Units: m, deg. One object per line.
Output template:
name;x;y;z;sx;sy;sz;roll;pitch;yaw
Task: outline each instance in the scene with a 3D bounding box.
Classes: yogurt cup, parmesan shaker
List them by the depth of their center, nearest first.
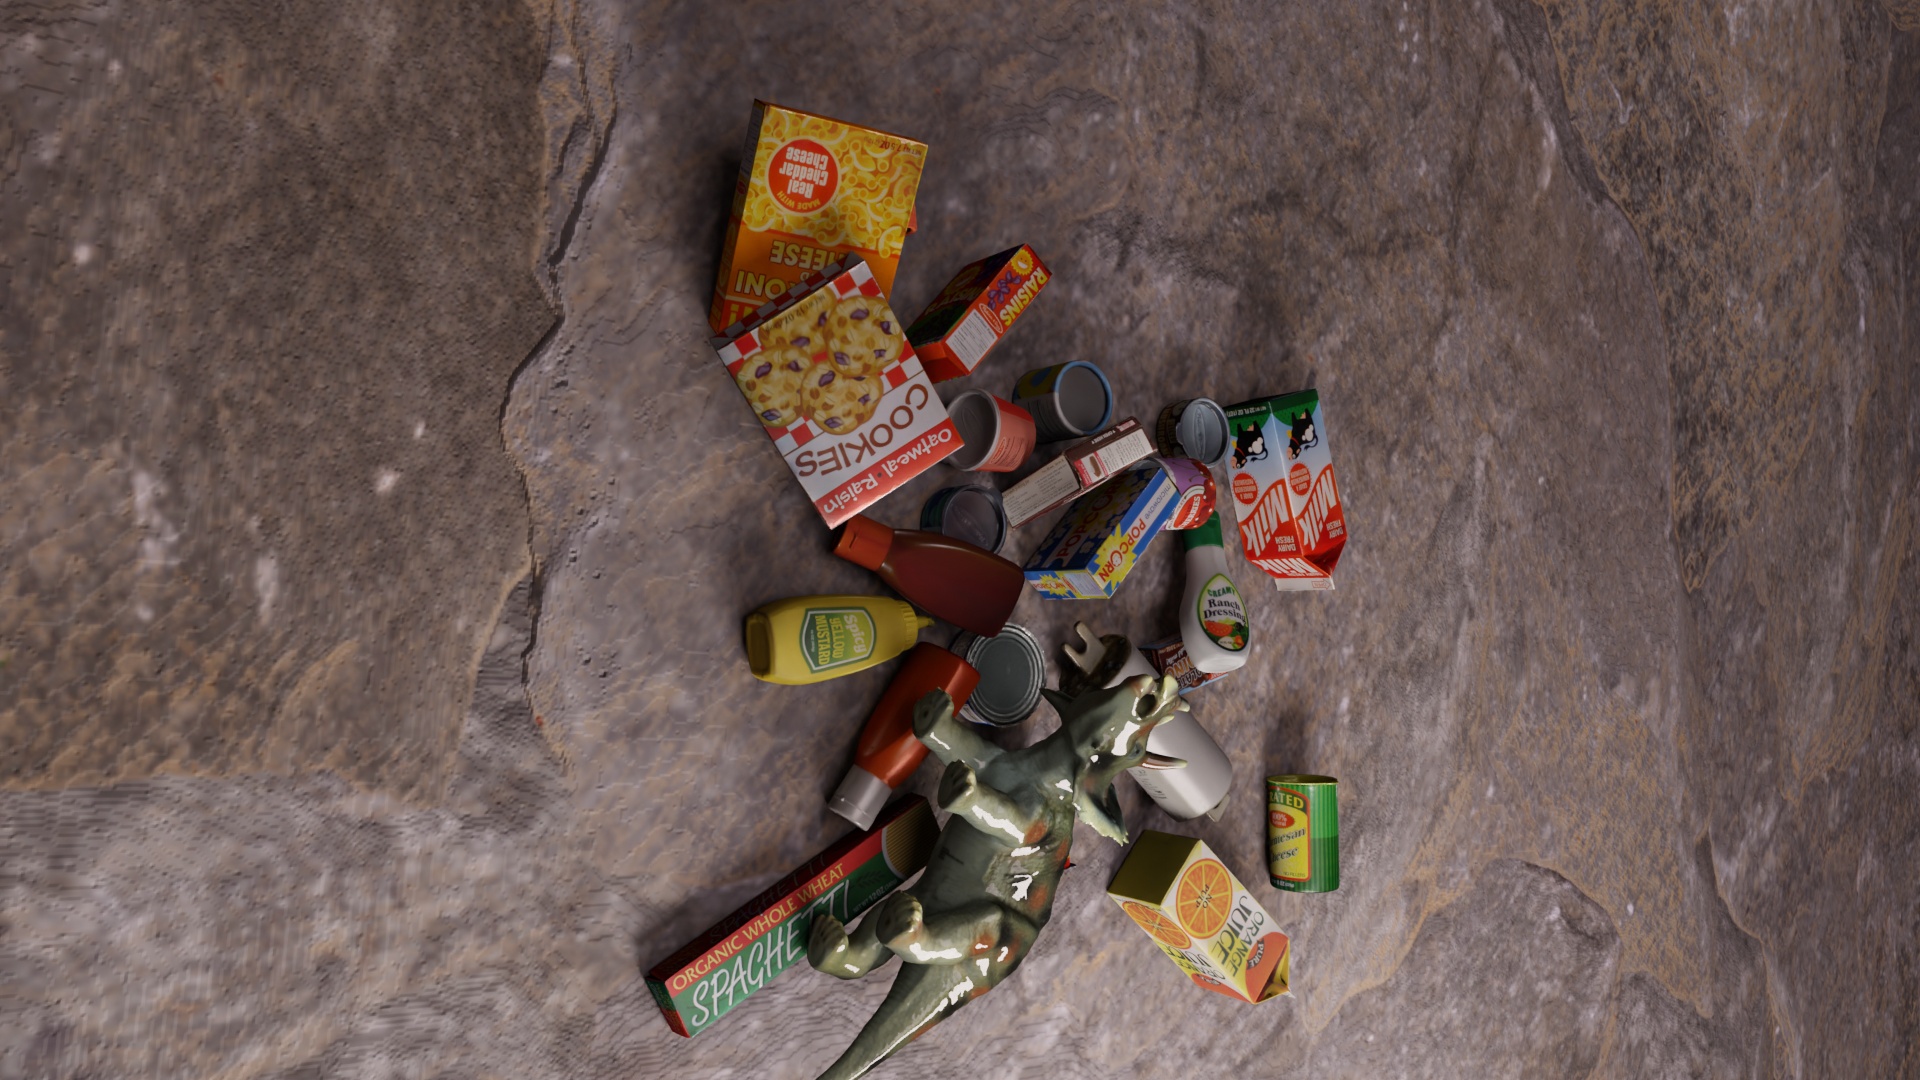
yogurt cup;0.025;-0.087;1.136;0.054;0.072;0.072;9;82;-43
parmesan shaker;0.330;0.279;1.326;0.071;0.071;0.103;2;86;-36

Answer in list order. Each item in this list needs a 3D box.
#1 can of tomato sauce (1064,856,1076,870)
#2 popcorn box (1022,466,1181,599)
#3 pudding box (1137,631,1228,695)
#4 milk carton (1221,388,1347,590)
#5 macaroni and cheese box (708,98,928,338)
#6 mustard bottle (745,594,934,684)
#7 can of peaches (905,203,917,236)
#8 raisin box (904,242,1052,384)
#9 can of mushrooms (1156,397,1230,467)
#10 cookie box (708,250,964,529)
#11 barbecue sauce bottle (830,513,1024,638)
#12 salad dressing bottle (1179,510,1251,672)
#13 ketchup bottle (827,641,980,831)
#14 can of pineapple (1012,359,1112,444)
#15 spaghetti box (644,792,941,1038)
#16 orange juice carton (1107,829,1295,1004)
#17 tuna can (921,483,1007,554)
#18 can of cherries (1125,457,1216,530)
can of tomato sauce;0.058;0.225;1.135;0.071;0.071;0.083;3;85;-36
popcorn box;0.121;-0.006;1.186;0.038;0.085;0.127;52;60;-23
pudding box;0.204;0.112;1.272;0.084;0.030;0.049;-15;96;-35
milk carton;0.312;-0.044;1.336;0.074;0.072;0.190;-17;97;-36
macaroni and cheese box;-0.105;-0.222;1.012;0.124;0.040;0.165;7;110;-24
mustard bottle;-0.083;0.069;1.055;0.161;0.048;0.065;-7;93;-36
can of peaches;-0.066;-0.266;1.079;0.071;0.071;0.058;-5;91;-36
raisin box;0.006;-0.179;1.114;0.040;0.086;0.124;49;62;-21
can of mushrooms;0.215;-0.099;1.293;0.071;0.033;0.071;2;86;-36
cookie box;-0.088;-0.108;1.023;0.123;0.040;0.167;-33;120;-5
barbecue sauce bottle;-0.027;0.022;1.082;0.148;0.044;0.064;24;99;-16
salad dressing bottle;0.226;0.044;1.262;0.064;0.043;0.148;6;64;-21
ketchup bottle;-0.047;0.151;1.070;0.043;0.065;0.149;45;72;-37
can of pineapple;0.089;-0.119;1.187;0.071;0.058;0.071;3;85;-36
spaghetti box;-0.115;0.273;1.031;0.251;0.028;0.050;-30;105;-34
orange juice carton;0.225;0.348;1.246;0.192;0.071;0.073;48;62;-23
tuna can;0.004;-0.014;1.134;0.071;0.033;0.071;2;86;-36
can of cherries;0.188;-0.040;1.246;0.058;0.071;0.071;-1;88;-37
